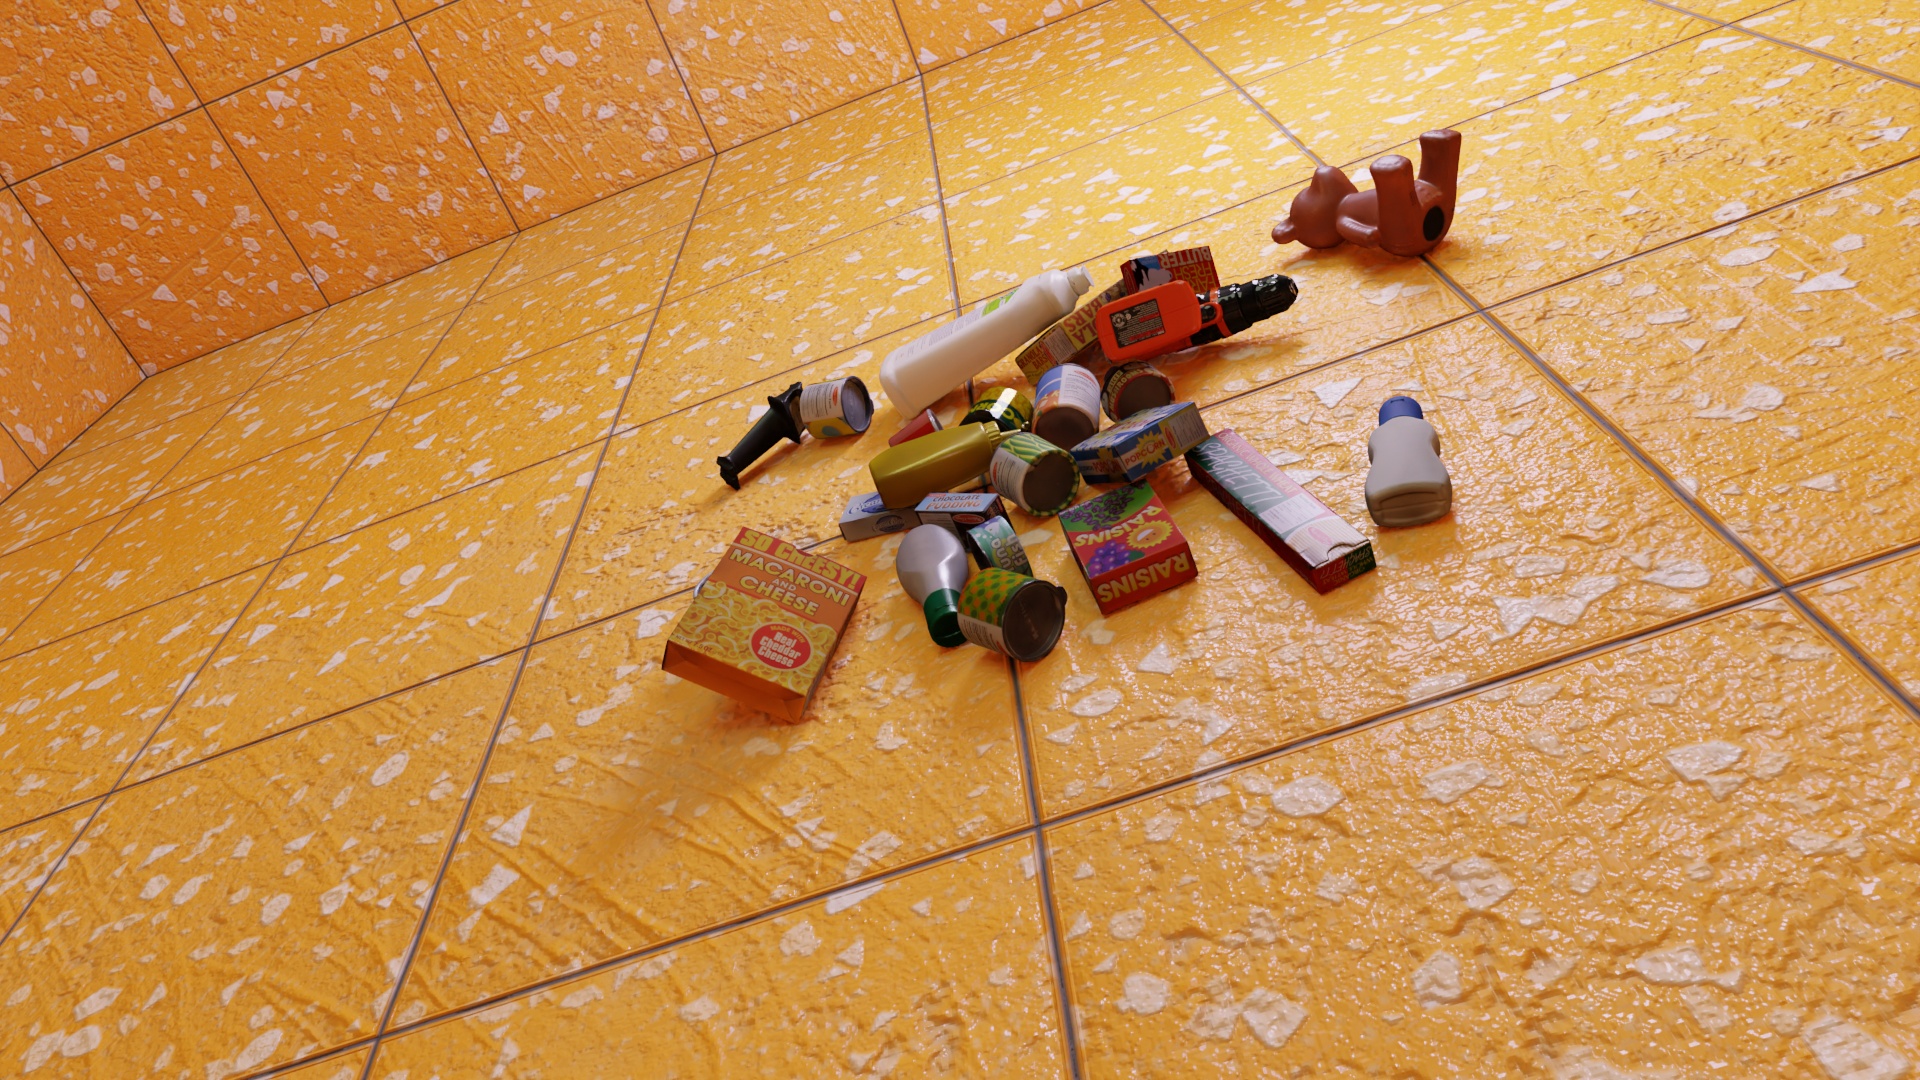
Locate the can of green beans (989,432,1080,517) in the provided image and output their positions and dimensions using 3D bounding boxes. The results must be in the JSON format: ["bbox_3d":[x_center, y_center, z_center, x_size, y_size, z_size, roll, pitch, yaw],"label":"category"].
[{"bbox_3d":[0.069,-0.061,1.284,0.071,0.071,0.058,-31,30,-15],"label":"can of green beans"}]

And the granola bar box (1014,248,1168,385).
[{"bbox_3d":[0.149,-0.242,1.506,0.166,0.039,0.124,-37,3,-24],"label":"granola bar box"}]

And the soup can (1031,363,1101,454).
[{"bbox_3d":[0.103,-0.124,1.369,0.071,0.071,0.084,-14,30,16],"label":"soup can"}]

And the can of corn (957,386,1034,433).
[{"bbox_3d":[0.036,-0.115,1.393,0.071,0.071,0.058,-5,33,29],"label":"can of corn"}]

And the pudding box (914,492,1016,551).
[{"bbox_3d":[0.005,-0.016,1.271,0.083,0.049,0.030,2,39,39],"label":"pudding box"}]

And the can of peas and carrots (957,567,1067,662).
[{"bbox_3d":[0.042,0.057,1.106,0.071,0.070,0.059,-39,32,-27],"label":"can of peas and carrots"}]

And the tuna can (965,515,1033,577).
[{"bbox_3d":[0.034,0.014,1.180,0.033,0.070,0.071,-27,29,-8],"label":"tuna can"}]

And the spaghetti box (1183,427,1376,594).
[{"bbox_3d":[0.255,-0.031,1.140,0.050,0.028,0.251,-25,29,-4],"label":"spaghetti box"}]

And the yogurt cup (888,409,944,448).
[{"bbox_3d":[-0.038,-0.092,1.417,0.054,0.072,0.073,-29,28,5],"label":"yogurt cup"}]

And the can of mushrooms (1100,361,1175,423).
[{"bbox_3d":[0.170,-0.138,1.337,0.071,0.070,0.033,-26,30,-6],"label":"can of mushrooms"}]

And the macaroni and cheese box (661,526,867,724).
[{"bbox_3d":[-0.164,0.068,1.194,0.124,0.040,0.167,22,39,1],"label":"macaroni and cheese box"}]

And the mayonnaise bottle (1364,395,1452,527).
[{"bbox_3d":[0.357,-0.067,1.116,0.064,0.041,0.149,-9,30,20],"label":"mayonnaise bottle"}]

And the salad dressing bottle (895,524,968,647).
[{"bbox_3d":[-0.020,0.039,1.204,0.064,0.043,0.148,-21,30,2],"label":"salad dressing bottle"}]

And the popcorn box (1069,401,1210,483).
[{"bbox_3d":[0.159,-0.087,1.252,0.085,0.038,0.126,-28,8,-12],"label":"popcorn box"}]

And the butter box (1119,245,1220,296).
[{"bbox_3d":[0.221,-0.275,1.459,0.104,0.053,0.024,-15,-3,-24],"label":"butter box"}]

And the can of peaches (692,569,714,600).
[{"bbox_3d":[-0.204,0.059,1.285,0.071,0.058,0.071,-18,29,10],"label":"can of peaches"}]

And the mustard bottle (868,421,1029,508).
[{"bbox_3d":[-0.007,-0.080,1.338,0.160,0.048,0.065,-20,31,-1],"label":"mustard bottle"}]

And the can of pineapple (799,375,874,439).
[{"bbox_3d":[-0.141,-0.151,1.587,0.058,0.070,0.071,-7,33,27],"label":"can of pineapple"}]

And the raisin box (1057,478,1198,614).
[{"bbox_3d":[0.137,0.004,1.156,0.086,0.040,0.124,-21,27,1],"label":"raisin box"}]

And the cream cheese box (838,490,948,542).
[{"bbox_3d":[-0.065,-0.031,1.373,0.104,0.024,0.054,-12,29,18],"label":"cream cheese box"}]
